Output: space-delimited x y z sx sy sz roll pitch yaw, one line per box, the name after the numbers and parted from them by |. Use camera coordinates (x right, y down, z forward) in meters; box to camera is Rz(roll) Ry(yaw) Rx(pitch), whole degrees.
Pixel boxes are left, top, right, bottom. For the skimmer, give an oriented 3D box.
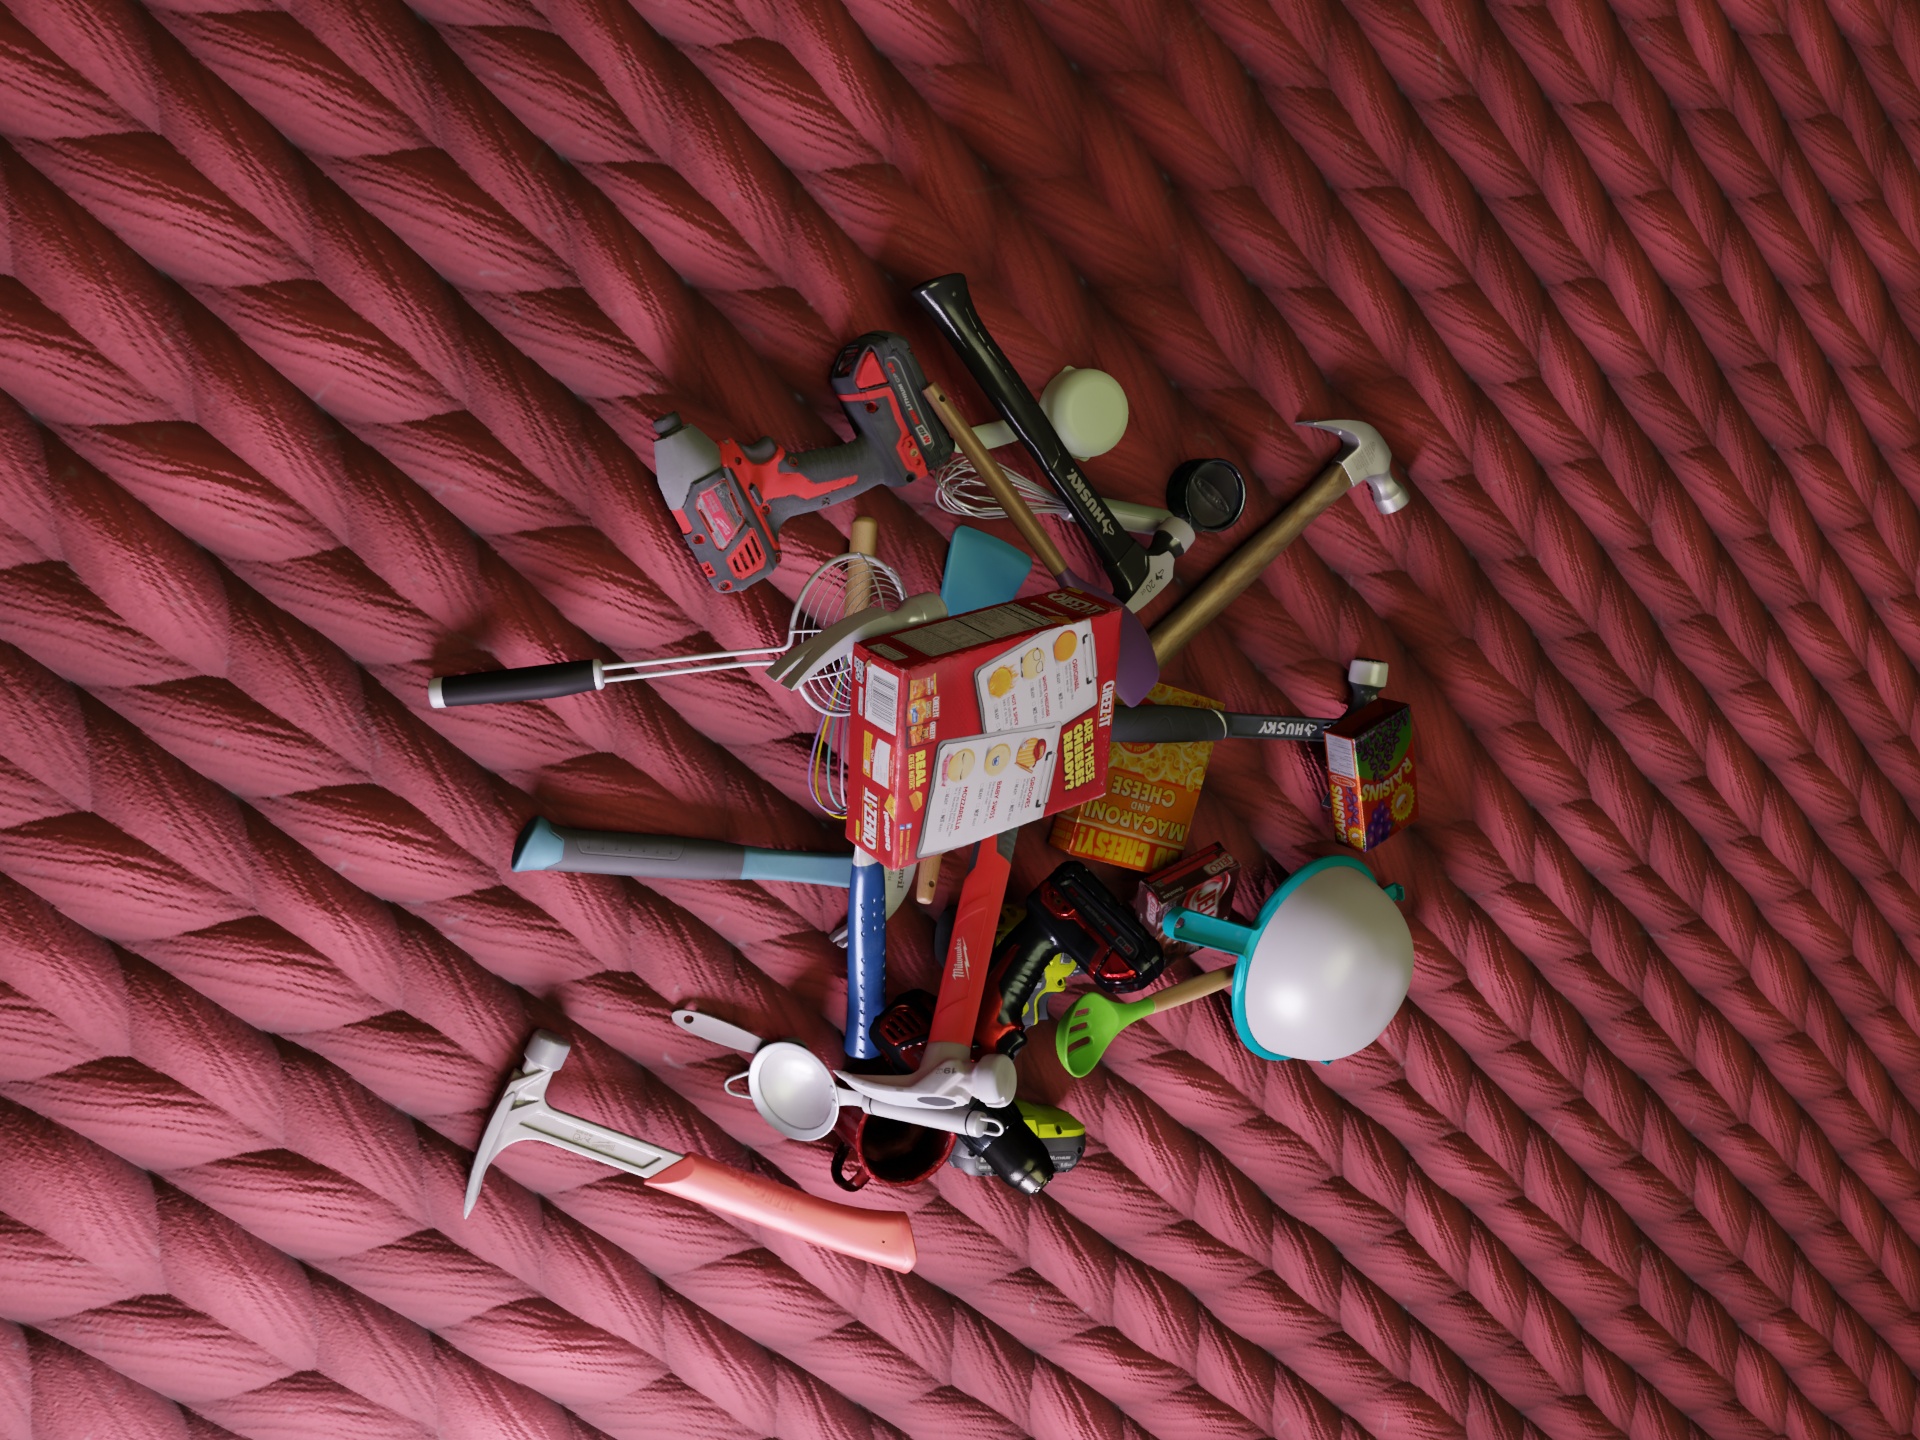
-0.212 -0.050 1.210 0.363 0.090 0.127 -7 109 -7 | skimmer

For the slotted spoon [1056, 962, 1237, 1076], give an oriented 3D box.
0.184 0.252 1.429 0.313 0.031 0.070 -9 101 -45 | slotted spoon

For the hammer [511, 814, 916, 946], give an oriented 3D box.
-0.189 0.111 1.272 0.330 0.033 0.128 7 93 -27 | hammer

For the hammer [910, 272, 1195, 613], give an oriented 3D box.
0.065 -0.221 1.296 0.146 0.035 0.334 -50 118 -22 | hammer

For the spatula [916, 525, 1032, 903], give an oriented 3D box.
-0.002 -0.004 1.308 0.082 0.044 0.318 22 64 -30 | spatula

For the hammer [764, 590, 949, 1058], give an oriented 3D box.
-0.078 0.101 1.244 0.144 0.035 0.405 -20 126 -34 | hammer

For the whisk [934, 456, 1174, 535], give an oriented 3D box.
0.085 -0.184 1.358 0.246 0.059 0.057 5 134 -31 | whisk

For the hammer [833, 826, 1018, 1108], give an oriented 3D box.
0.008 0.124 1.285 0.038 0.143 0.387 52 42 -45 | hammer

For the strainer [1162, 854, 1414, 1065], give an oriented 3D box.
0.317 0.224 1.457 0.340 0.095 0.211 20 93 -44 | strainer

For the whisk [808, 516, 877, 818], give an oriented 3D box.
-0.084 -0.043 1.288 0.051 0.047 0.245 7 87 -41 | whisk

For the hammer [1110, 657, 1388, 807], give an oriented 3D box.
0.240 0.009 1.425 0.408 0.036 0.149 2 100 -39 | hammer

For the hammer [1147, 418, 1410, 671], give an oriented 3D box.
0.276 -0.158 1.464 0.331 0.031 0.130 -42 113 -15 | hammer

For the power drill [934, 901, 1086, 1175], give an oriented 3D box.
0.064 0.274 1.398 0.190 0.080 0.228 6 92 -26 | power drill

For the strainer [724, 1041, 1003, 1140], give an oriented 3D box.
-0.075 0.301 1.261 0.050 0.258 0.087 -24 112 -53 | strainer

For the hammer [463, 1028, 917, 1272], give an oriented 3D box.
-0.202 0.376 1.261 0.359 0.037 0.149 25 86 -14 | hammer

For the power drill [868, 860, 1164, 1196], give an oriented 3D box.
0.062 0.245 1.275 0.227 0.080 0.188 -42 72 -8 | power drill

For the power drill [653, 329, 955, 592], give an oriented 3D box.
-0.128 -0.210 1.234 0.219 0.079 0.143 -33 111 -15 | power drill

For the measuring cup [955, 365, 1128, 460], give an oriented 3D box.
0.070 -0.250 1.343 0.167 0.038 0.083 -19 105 -25 | measuring cup

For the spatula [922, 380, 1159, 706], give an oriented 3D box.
0.067 -0.142 1.274 0.060 0.018 0.315 -48 112 -23 | spatula

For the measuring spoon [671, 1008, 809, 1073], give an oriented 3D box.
-0.181 0.258 1.309 0.124 0.018 0.034 25 107 -21 | measuring spoon
